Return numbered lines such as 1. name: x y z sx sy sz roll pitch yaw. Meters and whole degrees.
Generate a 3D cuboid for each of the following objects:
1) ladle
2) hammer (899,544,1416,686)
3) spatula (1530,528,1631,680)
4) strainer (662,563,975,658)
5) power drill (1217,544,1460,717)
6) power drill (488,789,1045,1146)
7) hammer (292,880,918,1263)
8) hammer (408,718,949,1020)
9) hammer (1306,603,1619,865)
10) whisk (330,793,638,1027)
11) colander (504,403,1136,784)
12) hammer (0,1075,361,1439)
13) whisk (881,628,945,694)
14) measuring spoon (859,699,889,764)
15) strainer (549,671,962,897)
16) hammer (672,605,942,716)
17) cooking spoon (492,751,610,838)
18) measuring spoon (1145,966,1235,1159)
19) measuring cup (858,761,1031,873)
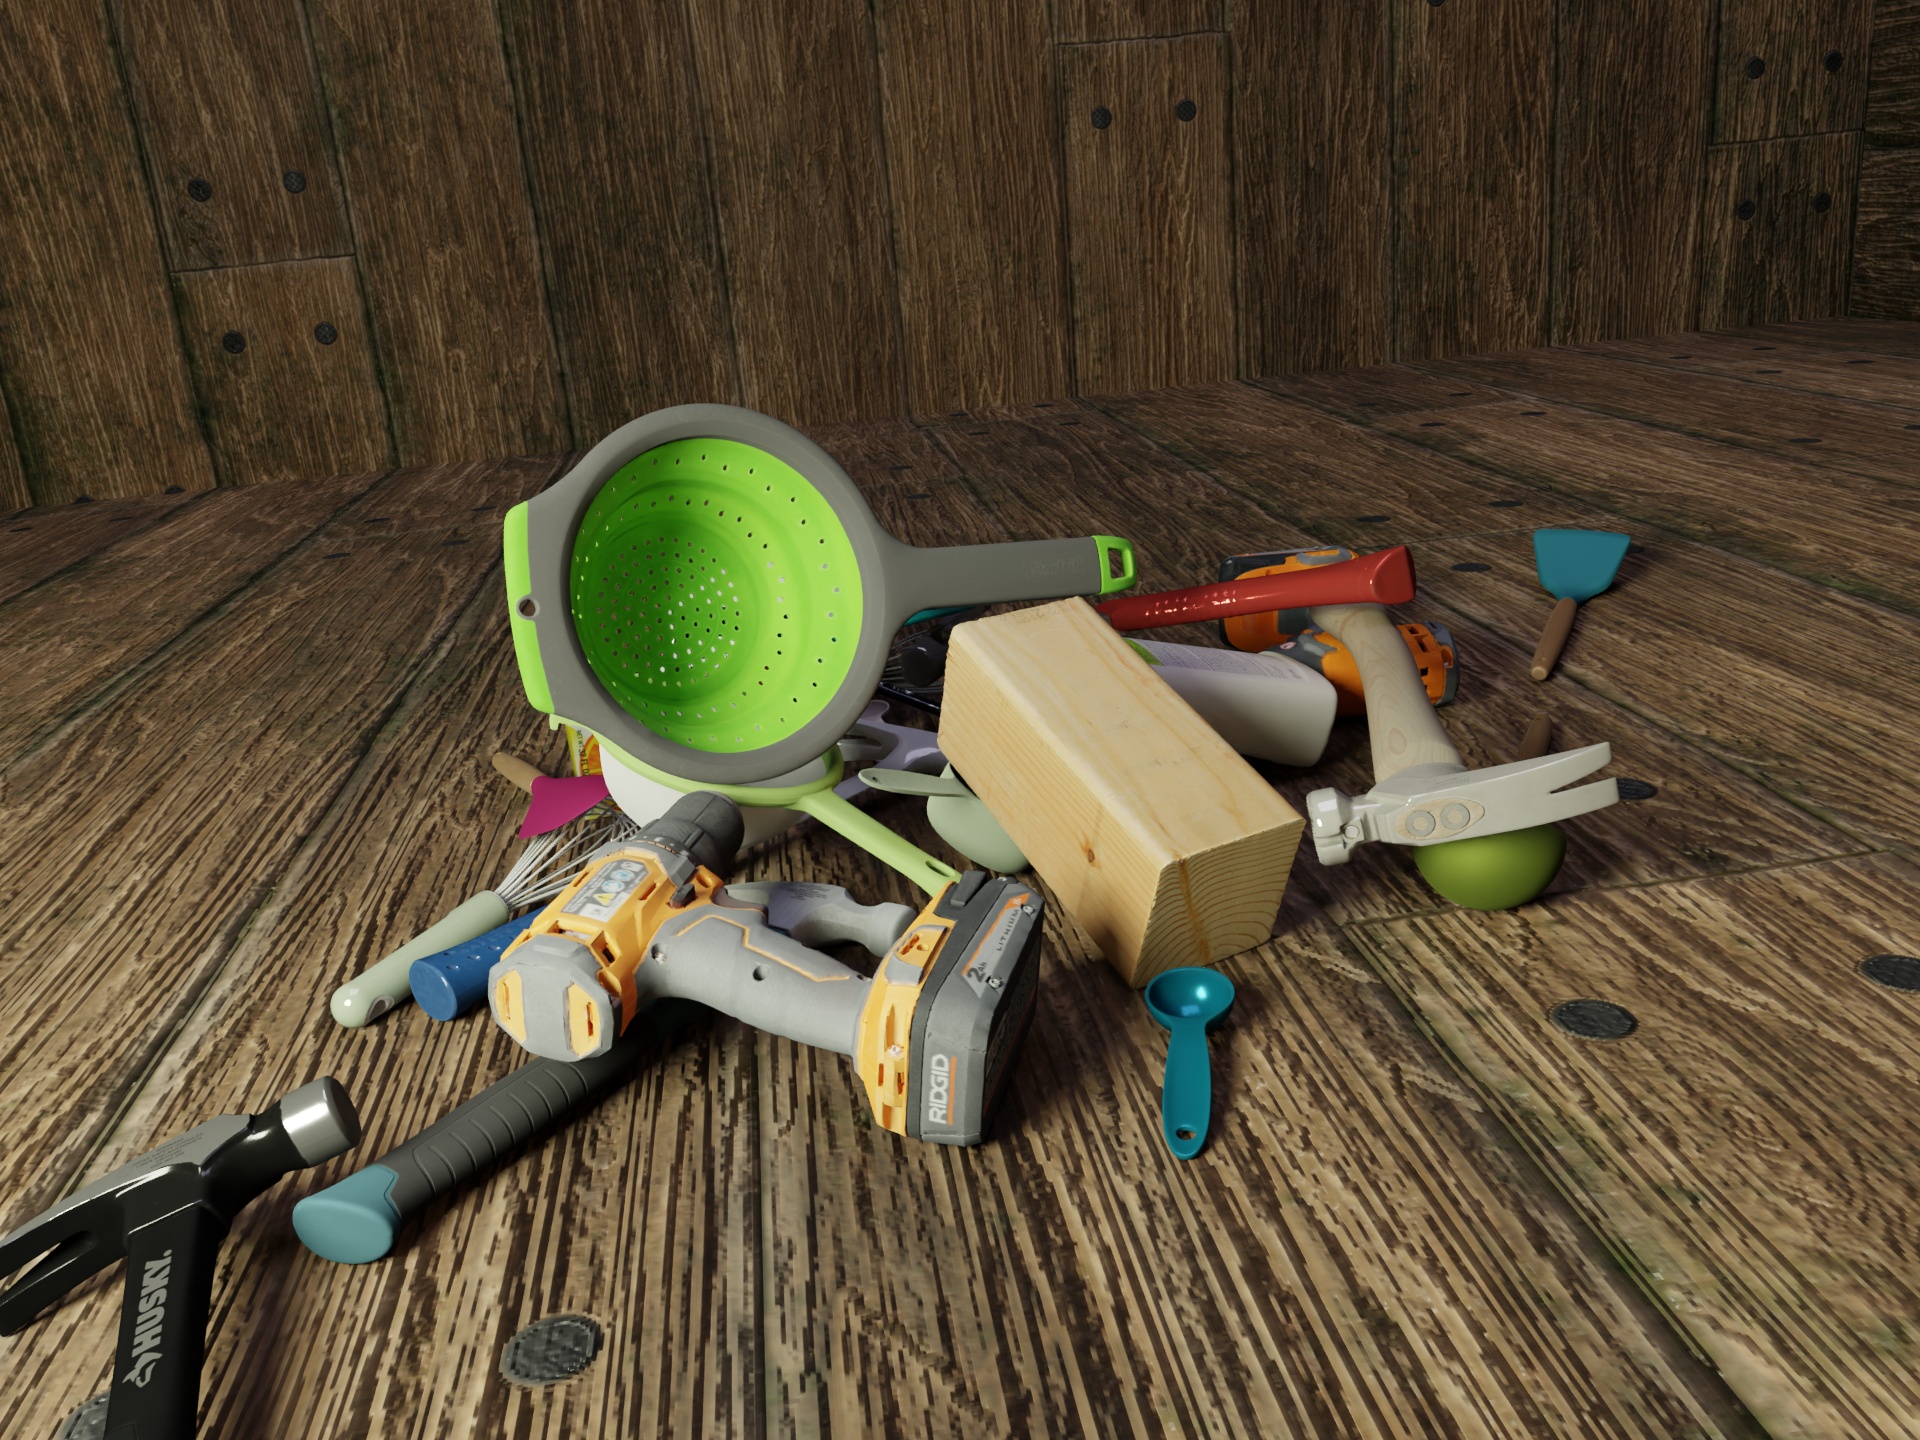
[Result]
1. ladle: 0.329 0.035 0.944 0.078 0.062 0.320 -3 15 26
2. hammer: 0.140 -0.080 1.124 0.359 0.036 0.149 -7 17 29
3. spatula: 0.495 -0.098 1.309 0.082 0.044 0.317 8 23 24
4. strainer: -0.119 -0.100 1.270 0.340 0.095 0.211 -10 10 46
5. power drill: 0.264 -0.065 1.221 0.164 0.084 0.227 -6 23 -3
6. power drill: -0.077 0.102 0.747 0.226 0.084 0.185 10 28 13
7. hammer: -0.163 0.153 0.759 0.128 0.033 0.331 8 23 32
8. hammer: -0.149 0.078 0.970 0.144 0.035 0.405 14 27 38
9. hammer: 0.268 -0.024 0.955 0.146 0.038 0.411 -12 18 12
10. whisk: -0.264 0.104 0.916 0.059 0.057 0.246 32 35 13
11. colander: -0.076 -0.075 0.928 0.397 0.204 0.094 -7 0 -31
12. hammer: -0.263 0.239 0.502 0.146 0.035 0.335 -25 27 -11
13. whisk: -0.095 -0.033 1.279 0.239 0.055 0.055 -11 19 -3
14. measuring spoon: -0.060 0.016 1.176 0.034 0.018 0.124 -13 26 -8
15. strainer: -0.106 0.057 0.905 0.256 0.069 0.151 30 23 23
16. hammer: -0.002 -0.003 1.008 0.409 0.036 0.149 21 9 21
17. cooking spoon: -0.284 0.041 1.059 0.069 0.017 0.319 -34 16 -18
18. measuring spoon: 0.102 0.157 0.713 0.042 0.021 0.129 -2 28 11
19. measuring cup: -0.010 0.053 0.905 0.083 0.038 0.167 40 16 34
